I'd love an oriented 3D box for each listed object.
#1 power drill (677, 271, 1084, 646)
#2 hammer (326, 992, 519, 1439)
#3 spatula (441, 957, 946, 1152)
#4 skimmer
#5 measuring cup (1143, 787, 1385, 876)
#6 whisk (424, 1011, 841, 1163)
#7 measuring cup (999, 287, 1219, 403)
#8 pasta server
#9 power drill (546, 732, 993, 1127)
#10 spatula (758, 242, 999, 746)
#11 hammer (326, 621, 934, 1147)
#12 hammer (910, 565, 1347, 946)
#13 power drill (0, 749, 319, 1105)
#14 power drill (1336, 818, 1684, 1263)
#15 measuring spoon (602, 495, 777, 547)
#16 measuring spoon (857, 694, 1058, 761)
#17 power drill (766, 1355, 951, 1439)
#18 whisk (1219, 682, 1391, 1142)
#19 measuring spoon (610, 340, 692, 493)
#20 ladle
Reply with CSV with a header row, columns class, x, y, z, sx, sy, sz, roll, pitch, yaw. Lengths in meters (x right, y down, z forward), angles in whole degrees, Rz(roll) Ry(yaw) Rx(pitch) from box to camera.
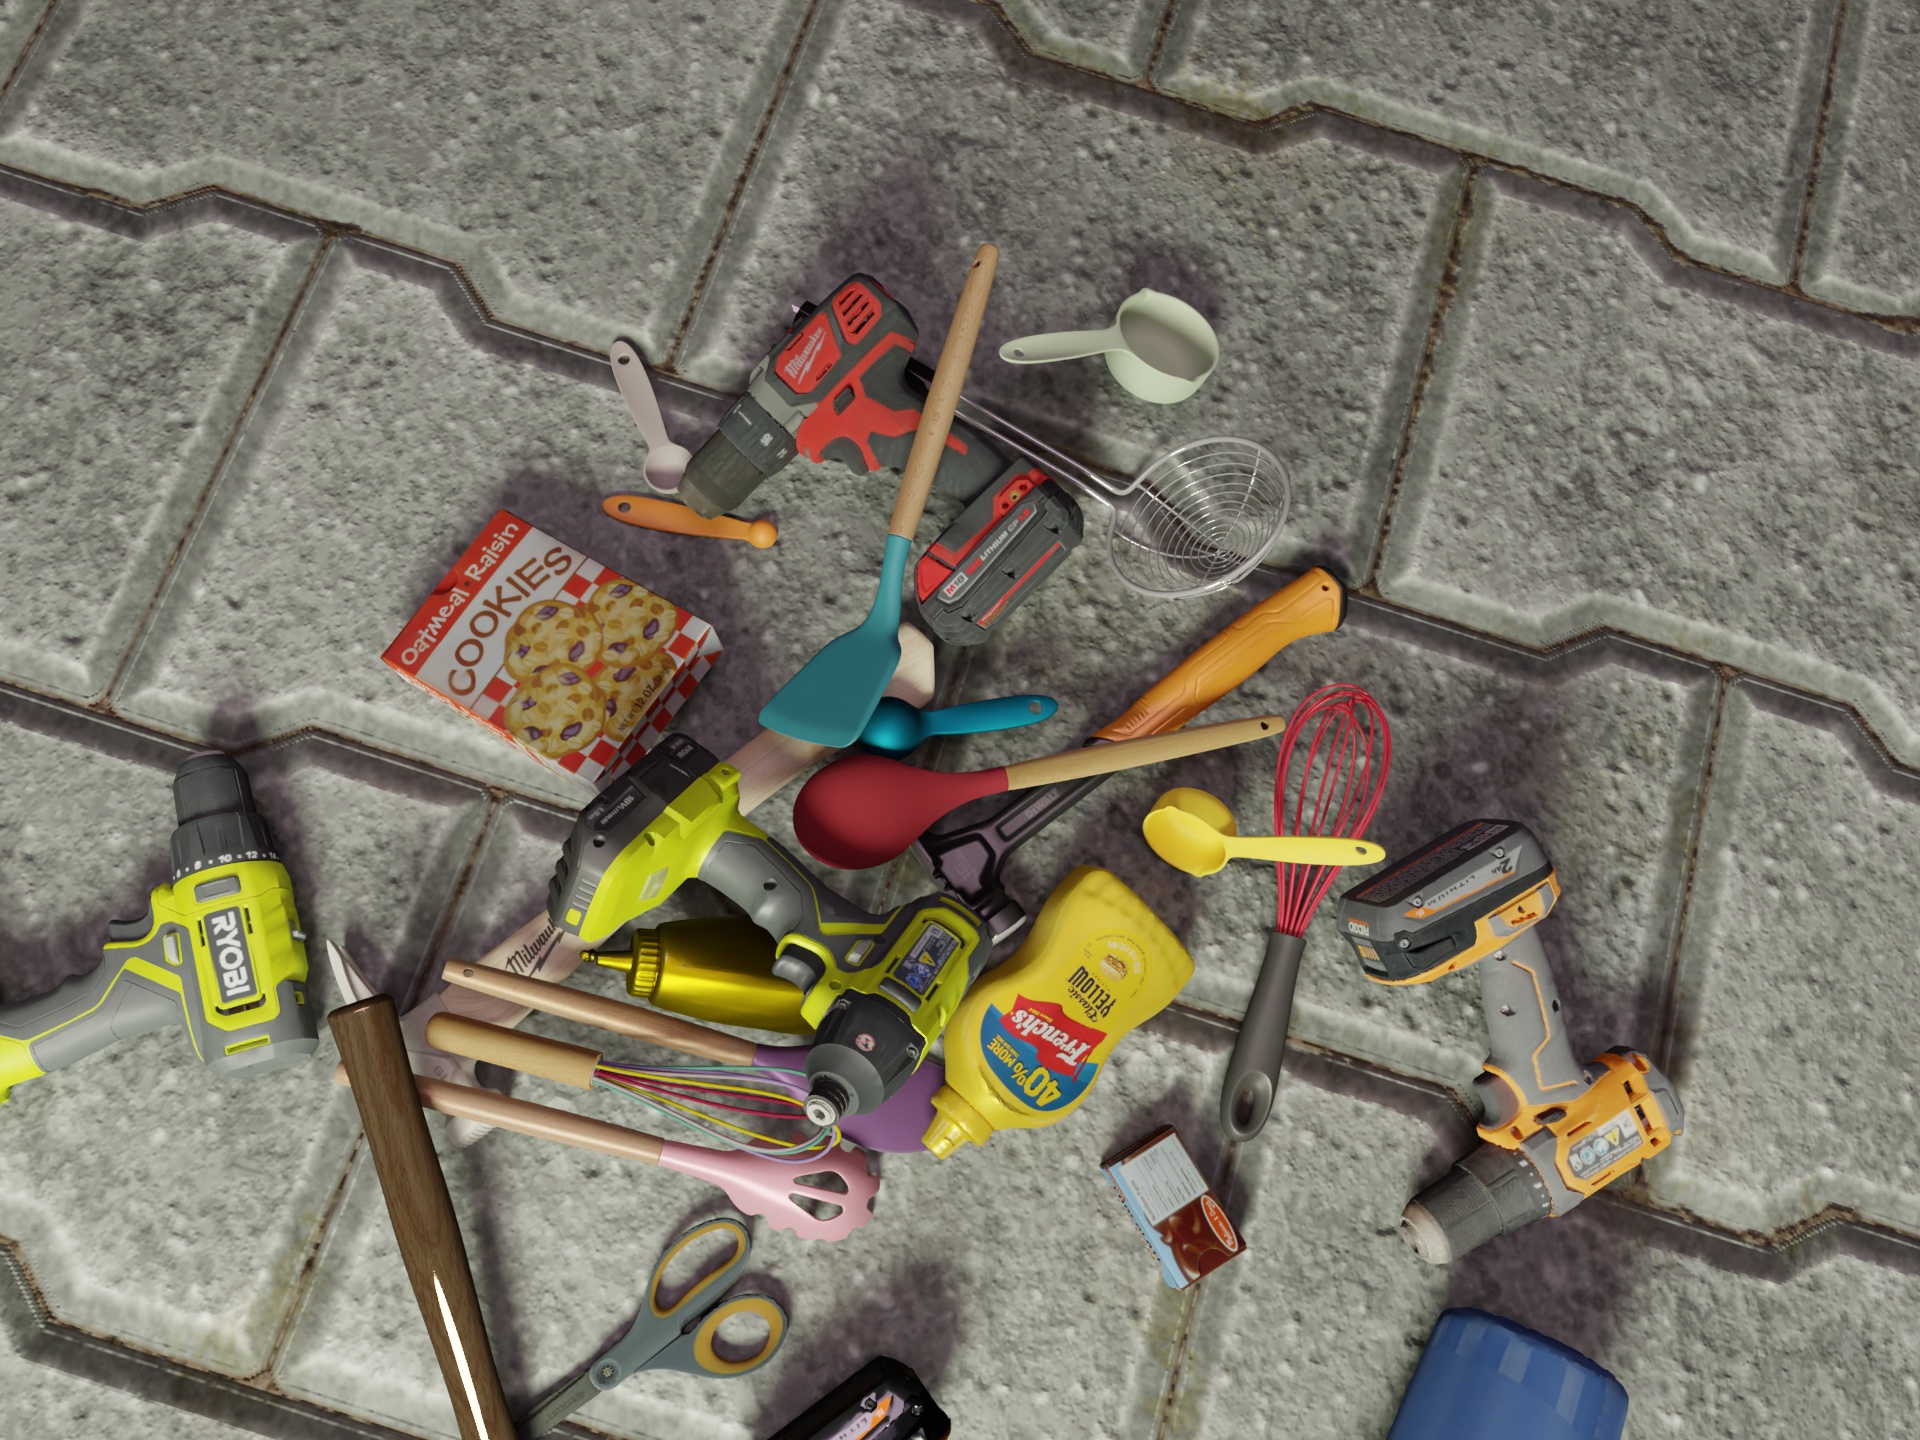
class,x,y,z,sx,sy,sz,roll,pitch,yaw
power drill,-0.054,-0.147,1.006,0.188,0.080,0.227,-45,80,6
hammer,-0.283,0.312,0.868,0.130,0.031,0.331,-17,91,-8
spatula,-0.147,0.192,0.933,0.315,0.018,0.060,19,70,-11
skimmer,0.041,-0.197,1.043,0.363,0.090,0.127,30,77,4
measuring cup,0.186,0.068,0.968,0.156,0.062,0.029,1,42,35
whisk,-0.184,0.200,0.896,0.245,0.047,0.051,13,76,5
measuring cup,0.095,-0.243,1.066,0.167,0.038,0.083,-12,66,-25
pasta server,-0.198,0.240,0.911,0.316,0.040,0.060,16,78,-7
power drill,-0.108,0.116,0.882,0.223,0.080,0.171,33,35,6
spatula,-0.034,-0.136,0.940,0.082,0.044,0.317,14,86,42
hammer,-0.185,0.069,0.980,0.410,0.038,0.146,-40,80,-14
hammer,0.112,-0.002,1.025,0.337,0.034,0.127,-36,81,-13
power drill,-0.501,0.131,0.917,0.228,0.080,0.191,-15,77,-11
power drill,0.309,0.195,0.949,0.185,0.084,0.226,-28,95,-11
measuring spoon,-0.178,-0.133,1.048,0.117,0.011,0.021,10,74,-2
measuring spoon,-0.002,-0.003,0.985,0.128,0.021,0.042,-8,74,-6
power drill,-0.005,0.468,0.864,0.164,0.084,0.226,-33,84,-13
whisk,0.210,0.116,0.991,0.073,0.073,0.296,17,80,0
measuring spoon,-0.209,-0.202,1.066,0.034,0.018,0.124,-23,71,-4
ladle,0.053,0.032,0.980,0.315,0.031,0.069,-11,84,-10
